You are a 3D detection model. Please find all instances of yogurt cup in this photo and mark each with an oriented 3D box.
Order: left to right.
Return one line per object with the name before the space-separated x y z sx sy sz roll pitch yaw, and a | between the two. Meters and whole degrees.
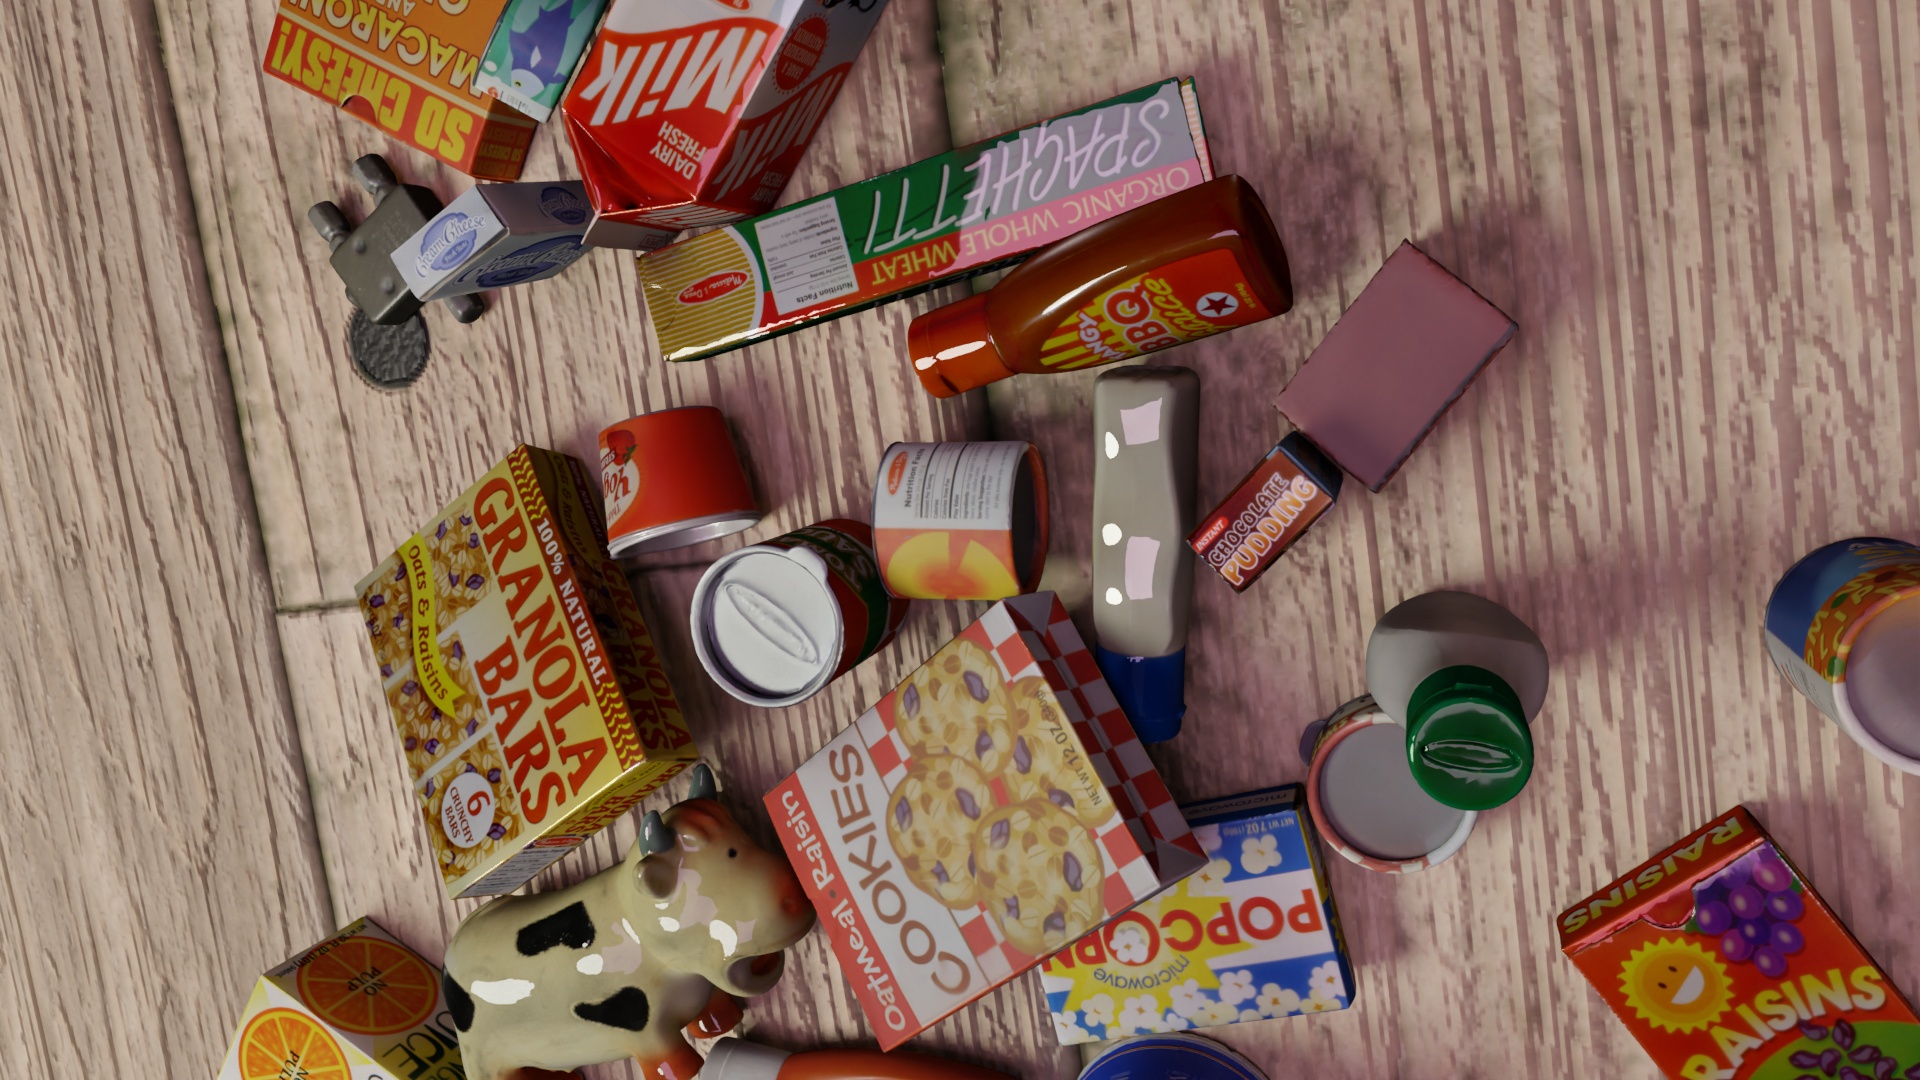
yogurt cup | -0.126 -0.026 0.611 0.072 0.072 0.054 -15 86 19

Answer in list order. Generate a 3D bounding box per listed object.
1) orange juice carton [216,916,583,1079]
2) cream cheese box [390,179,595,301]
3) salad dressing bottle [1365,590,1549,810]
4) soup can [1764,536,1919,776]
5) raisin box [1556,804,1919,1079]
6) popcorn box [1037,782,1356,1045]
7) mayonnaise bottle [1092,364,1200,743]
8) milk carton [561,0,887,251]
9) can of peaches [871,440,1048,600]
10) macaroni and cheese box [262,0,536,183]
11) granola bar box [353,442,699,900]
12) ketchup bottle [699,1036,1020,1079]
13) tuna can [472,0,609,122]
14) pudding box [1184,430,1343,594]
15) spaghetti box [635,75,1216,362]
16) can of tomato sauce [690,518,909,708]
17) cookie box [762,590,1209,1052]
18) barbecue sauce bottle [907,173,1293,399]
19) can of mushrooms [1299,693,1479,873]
orange juice carton | -0.264 0.281 0.694 0.193 0.072 0.072 31 107 11
cream cheese box | -0.189 -0.130 0.593 0.053 0.104 0.024 -30 96 21
salad dressing bottle | 0.174 0.052 0.484 0.064 0.148 0.044 5 100 17
soup can | 0.321 0.035 0.470 0.071 0.084 0.071 3 99 17
raisin box | 0.300 0.175 0.521 0.086 0.040 0.123 -40 85 19
popcorn box | 0.092 0.157 0.583 0.126 0.038 0.085 -15 94 19
mayonnaise bottle | 0.073 0.006 0.556 0.041 0.065 0.147 4 103 16
milk carton | -0.095 -0.201 0.570 0.073 0.072 0.190 36 106 9
can of peaches | 0.002 -0.007 0.574 0.058 0.071 0.071 0 98 17
macaroni and cheese box | -0.232 -0.262 0.619 0.124 0.040 0.166 28 105 12
granola bar box | -0.200 0.058 0.629 0.124 0.039 0.166 -36 65 18
ketchup bottle | -0.047 0.263 0.639 0.149 0.043 0.064 7 100 16
tuna can | -0.168 -0.209 0.566 0.033 0.071 0.071 27 108 -21
pudding box | 0.117 -0.013 0.526 0.030 0.084 0.049 45 109 6
spaghetti box | -0.018 -0.129 0.579 0.250 0.029 0.050 -13 94 19
can of tomato sauce | -0.064 0.026 0.588 0.071 0.083 0.071 3 99 17
cookie box | 0.001 0.117 0.569 0.166 0.040 0.123 -41 68 32
barbecue sauce bottle | 0.051 -0.094 0.548 0.148 0.064 0.044 -15 60 26
can of mushrooms | 0.169 0.095 0.553 0.071 0.033 0.071 3 100 17
